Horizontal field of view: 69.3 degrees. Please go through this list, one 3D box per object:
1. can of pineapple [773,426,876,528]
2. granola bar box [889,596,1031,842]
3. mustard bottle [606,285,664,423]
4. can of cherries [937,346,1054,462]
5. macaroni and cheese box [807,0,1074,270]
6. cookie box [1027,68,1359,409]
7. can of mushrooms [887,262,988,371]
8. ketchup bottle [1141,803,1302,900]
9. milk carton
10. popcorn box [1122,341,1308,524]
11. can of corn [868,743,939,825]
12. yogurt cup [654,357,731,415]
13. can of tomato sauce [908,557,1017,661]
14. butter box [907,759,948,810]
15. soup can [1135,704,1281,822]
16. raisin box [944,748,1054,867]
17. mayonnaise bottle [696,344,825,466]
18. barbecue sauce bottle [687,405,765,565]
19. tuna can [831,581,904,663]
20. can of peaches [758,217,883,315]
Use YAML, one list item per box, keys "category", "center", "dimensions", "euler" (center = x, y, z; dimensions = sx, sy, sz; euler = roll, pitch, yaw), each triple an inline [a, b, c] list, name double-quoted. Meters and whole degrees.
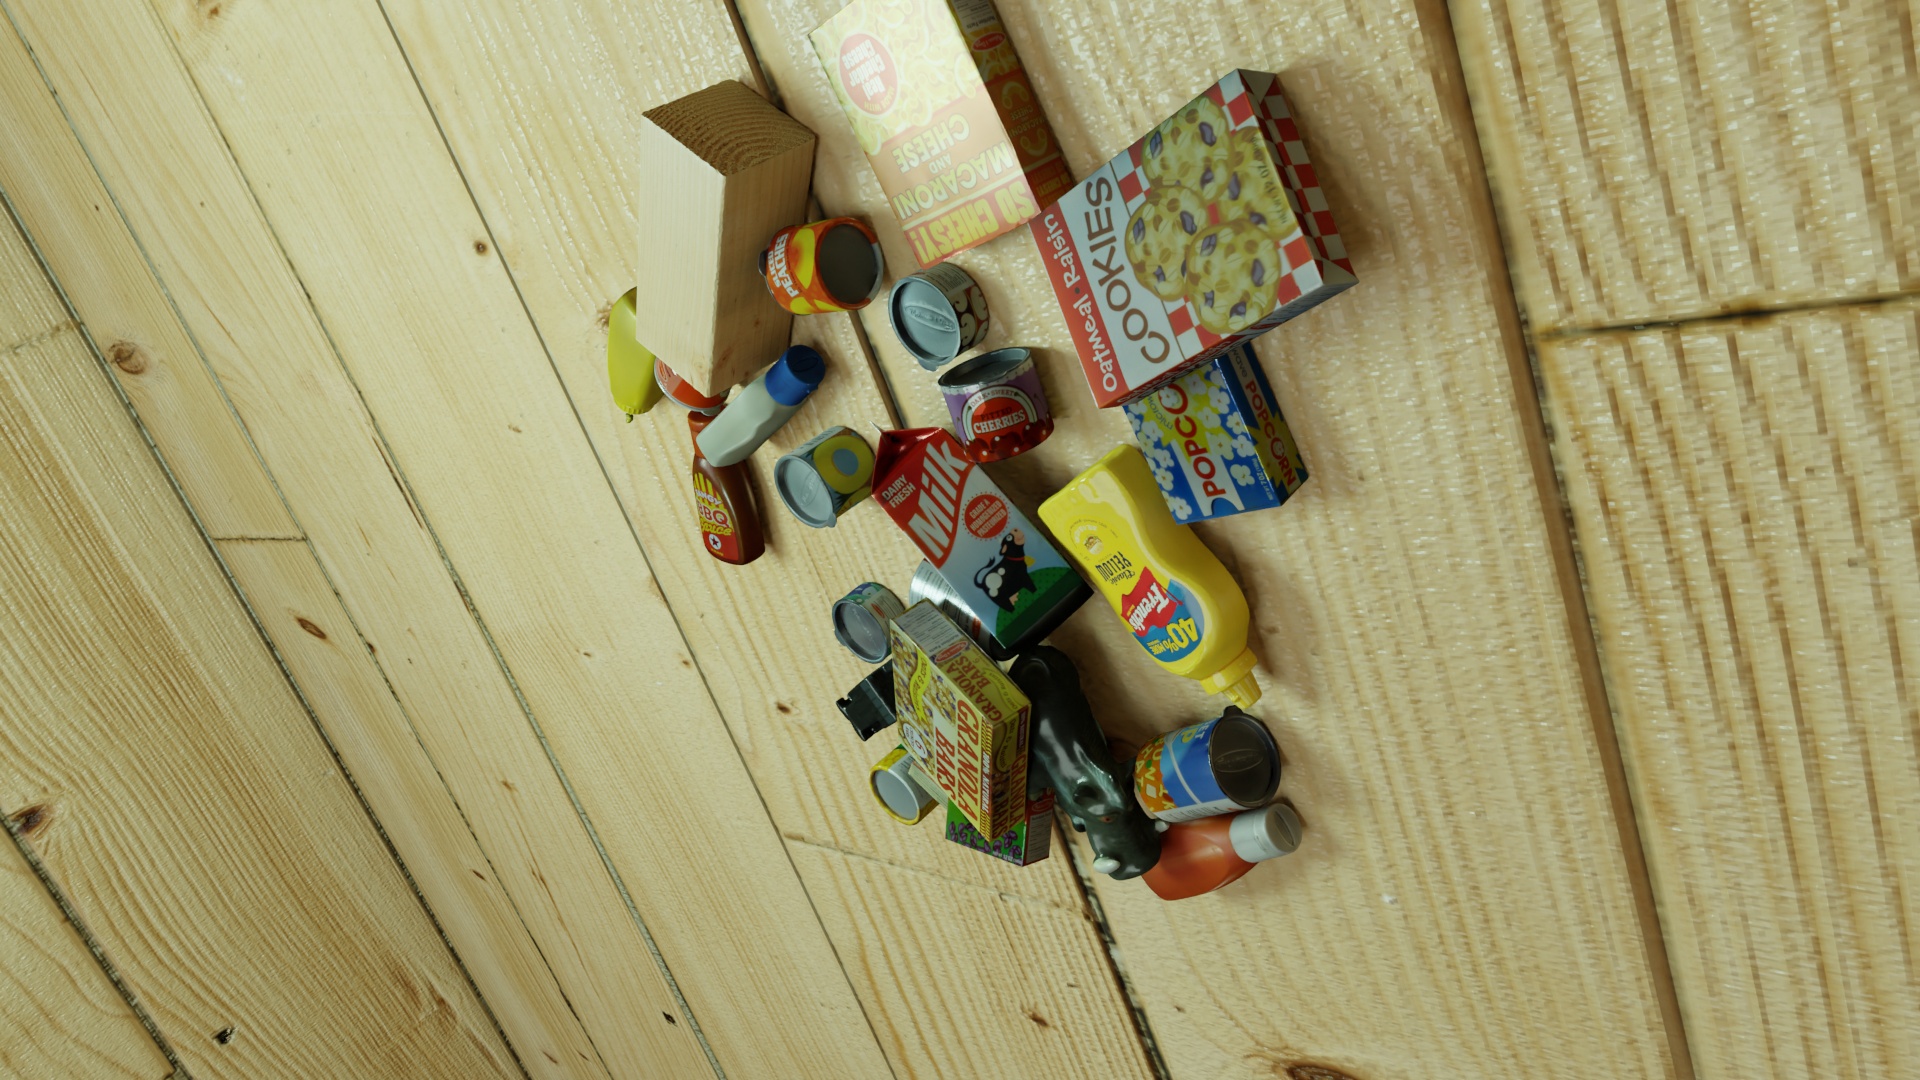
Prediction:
- category: "can of pineapple"
  center: [-0.107, -0.050, 1.126]
  dimensions: [0.071, 0.058, 0.070]
  euler: [28, 136, 30]
- category: "granola bar box"
  center: [0.000, 0.139, 1.063]
  dimensions: [0.124, 0.039, 0.164]
  euler: [44, 152, 31]
- category: "mustard bottle"
  center: [-0.285, -0.158, 1.239]
  dimensions: [0.065, 0.049, 0.159]
  euler: [45, 143, 11]
- category: "can of cherries"
  center: [0.025, -0.091, 0.944]
  dimensions: [0.071, 0.072, 0.058]
  euler: [3, 121, 45]
- category: "macaroni and cheese box"
  center: [-0.012, -0.267, 0.869]
  dimensions: [0.123, 0.040, 0.166]
  euler: [-12, 109, 50]
- category: "cookie box"
  center: [0.123, -0.161, 0.770]
  dimensions: [0.167, 0.040, 0.123]
  euler: [-27, 79, 47]
- category: "can of mushrooms"
  center: [-0.016, -0.156, 0.967]
  dimensions: [0.071, 0.033, 0.070]
  euler: [27, 135, 30]
- category: "ketchup bottle"
  center: [0.192, 0.229, 1.041]
  dimensions: [0.148, 0.044, 0.065]
  euler: [-34, 84, 53]
- category: "milk carton"
  center: [0.004, -0.013, 0.997]
  dimensions: [0.191, 0.073, 0.072]
  euler: [49, -177, 16]
- category: "popcorn box"
  center: [0.147, -0.078, 0.851]
  dimensions: [0.085, 0.038, 0.126]
  euler: [-12, 109, 49]
- category: "can of corn"
  center: [-0.043, 0.218, 1.269]
  dimensions: [0.071, 0.058, 0.070]
  euler: [27, 135, 30]
- category: "yogurt cup"
  center: [-0.214, -0.149, 1.159]
  dimensions: [0.072, 0.073, 0.053]
  euler: [51, 135, 3]
- category: "can of tomato sauce"
  center: [0.013, 0.046, 1.071]
  dimensions: [0.083, 0.071, 0.070]
  euler: [26, 135, 32]
- category: "butter box"
  center: [0.008, 0.218, 1.220]
  dimensions: [0.103, 0.053, 0.024]
  euler: [41, 144, 17]
- category: "soup can"
  center: [0.175, 0.160, 0.989]
  dimensions: [0.071, 0.072, 0.083]
  euler: [56, 143, -4]
- category: "raisin box"
  center: [0.035, 0.195, 1.143]
  dimensions: [0.086, 0.040, 0.123]
  euler: [10, 99, 39]
- category: "mayonnaise bottle"
  center: [-0.160, -0.110, 1.135]
  dimensions: [0.041, 0.065, 0.147]
  euler: [57, 139, 1]
- category: "barbecue sauce bottle"
  center: [-0.215, -0.051, 1.252]
  dimensions: [0.065, 0.044, 0.147]
  euler: [23, 133, 35]
- category: "tuna can"
  center: [-0.079, 0.072, 1.214]
  dimensions: [0.071, 0.033, 0.070]
  euler: [27, 136, 30]
- category: "can of peaches"
  center: [-0.099, -0.196, 0.993]
  dimensions: [0.058, 0.071, 0.071]
  euler: [4, 121, 44]
